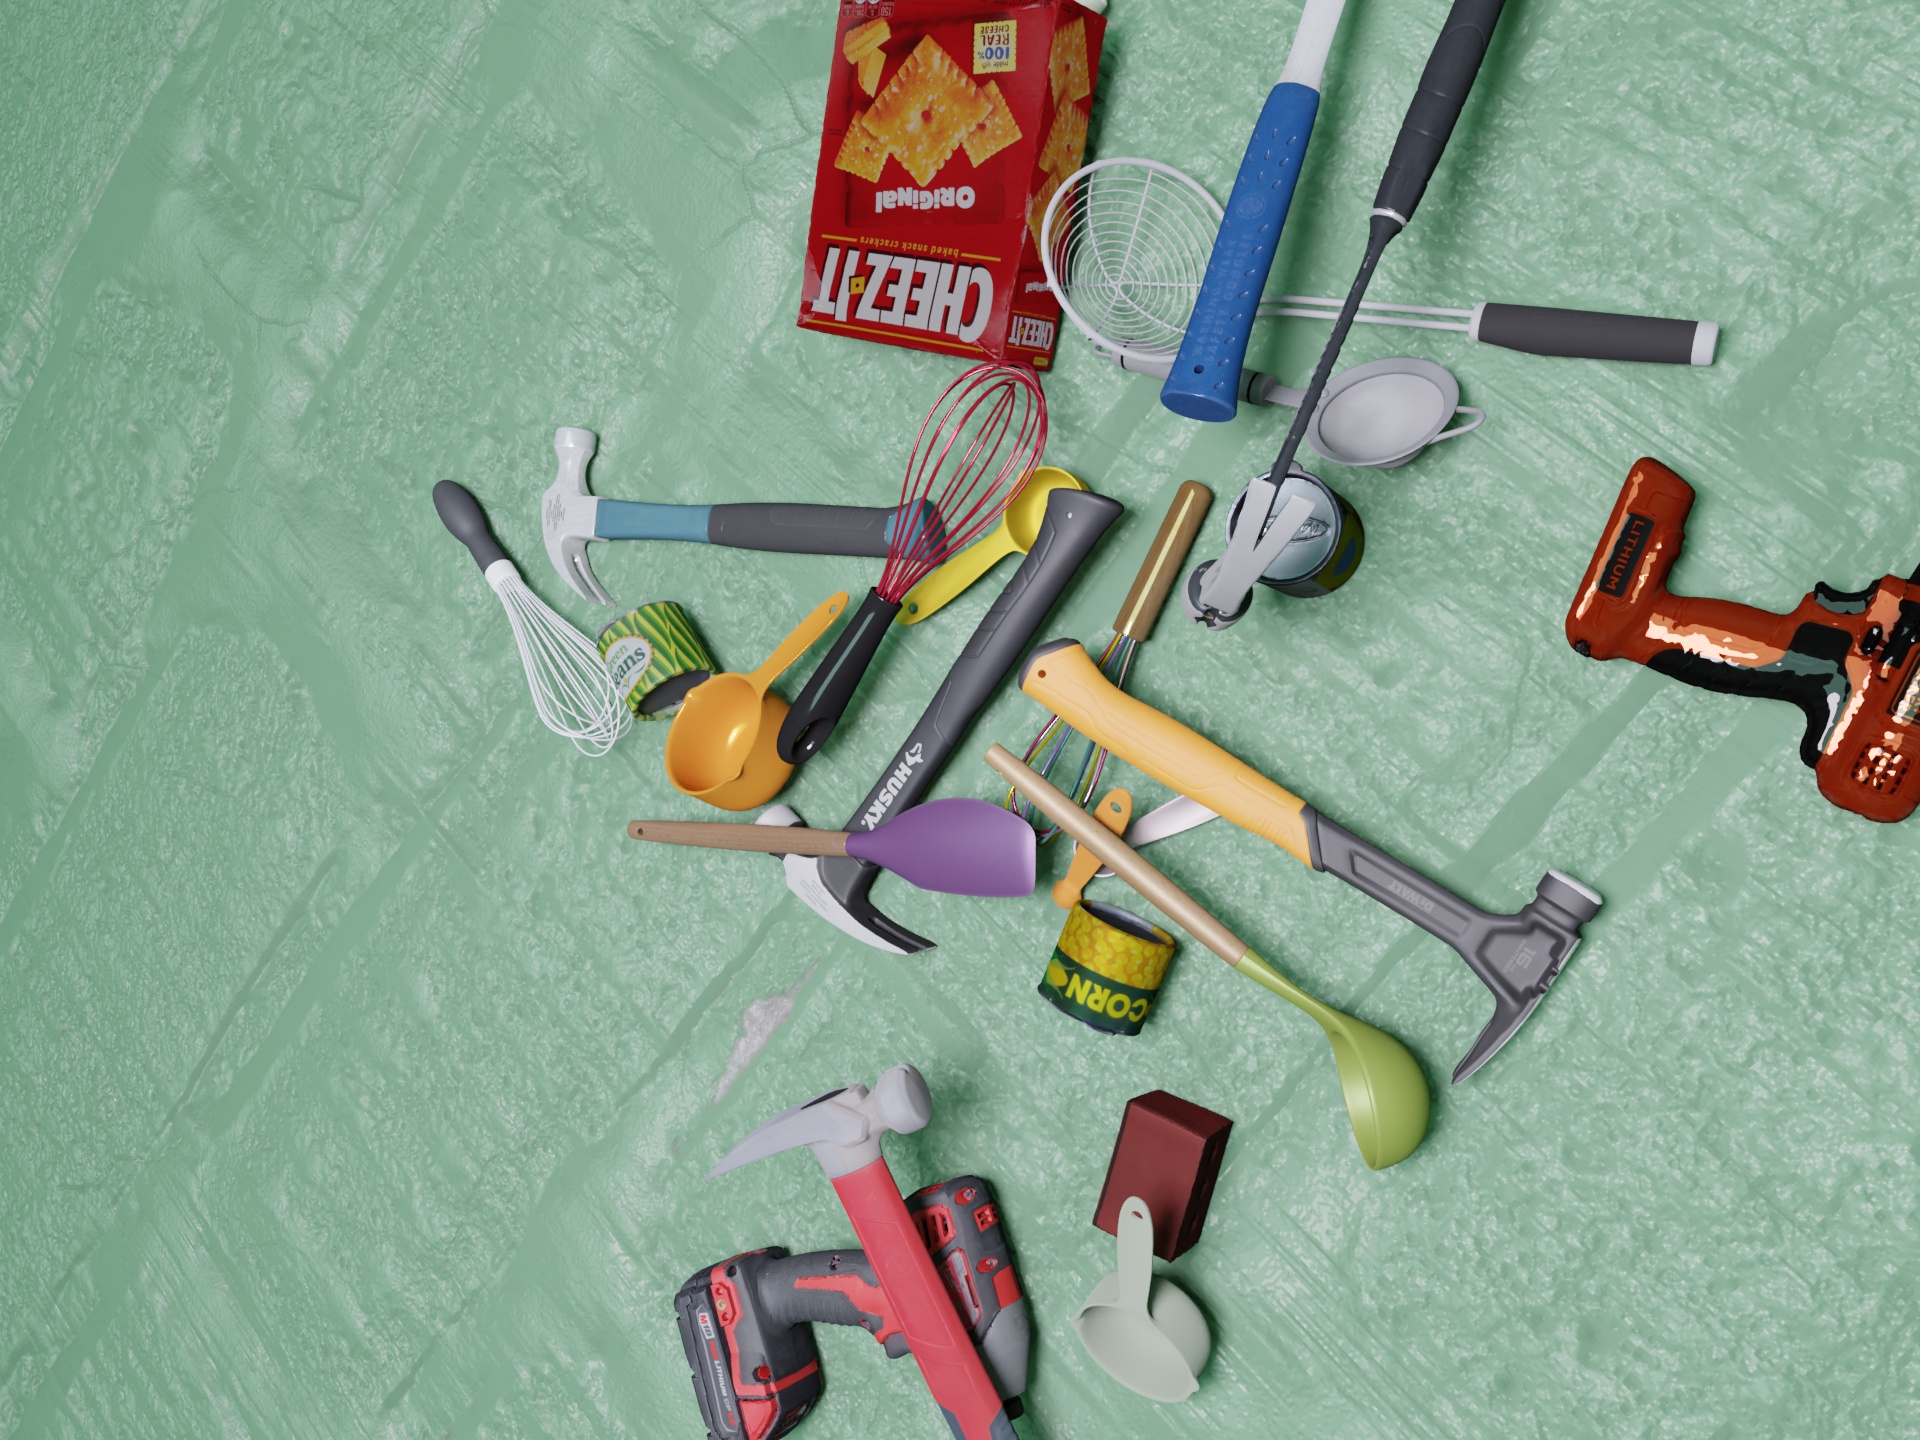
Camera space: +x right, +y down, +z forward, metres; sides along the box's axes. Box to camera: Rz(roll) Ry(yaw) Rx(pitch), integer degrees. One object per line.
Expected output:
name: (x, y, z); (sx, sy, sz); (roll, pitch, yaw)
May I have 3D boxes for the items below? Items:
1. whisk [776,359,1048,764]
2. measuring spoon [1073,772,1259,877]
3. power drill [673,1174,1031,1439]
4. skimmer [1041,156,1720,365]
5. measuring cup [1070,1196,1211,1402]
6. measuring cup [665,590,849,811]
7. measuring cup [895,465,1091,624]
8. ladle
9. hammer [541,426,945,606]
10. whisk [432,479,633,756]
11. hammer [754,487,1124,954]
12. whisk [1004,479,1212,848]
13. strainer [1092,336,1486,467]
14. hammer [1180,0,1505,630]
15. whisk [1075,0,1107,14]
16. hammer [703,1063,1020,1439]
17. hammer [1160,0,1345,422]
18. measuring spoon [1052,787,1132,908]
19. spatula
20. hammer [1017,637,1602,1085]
whisk: (-0.035, -0.093, 0.989); (0.073, 0.073, 0.295); (40, 107, 24)
measuring spoon: (0.125, 0.058, 0.955); (0.124, 0.018, 0.034); (-26, 91, 17)
power drill: (-0.060, 0.381, 0.996); (0.219, 0.078, 0.143); (-23, 77, 21)
skimmer: (0.223, -0.243, 0.878); (0.363, 0.090, 0.127); (13, 72, 26)
measuring cup: (0.105, 0.313, 0.889); (0.083, 0.038, 0.167); (18, 129, 29)
measuring cup: (-0.121, -0.012, 1.061); (0.173, 0.052, 0.095); (-46, 46, 9)
measuring cup: (0.021, -0.104, 1.014); (0.156, 0.029, 0.062); (-34, 74, 28)
ladle: (0.129, 0.125, 0.890); (0.320, 0.078, 0.062); (39, 79, 14)
hammer: (-0.159, -0.137, 1.104); (0.331, 0.033, 0.128); (6, 89, 28)
whisk: (-0.324, -0.085, 1.178); (0.070, 0.070, 0.285); (-47, 63, 17)
hammer: (-0.002, -0.003, 0.994); (0.146, 0.035, 0.334); (43, 112, 23)
whisk: (0.089, -0.032, 0.957); (0.047, 0.051, 0.245); (25, 94, -7)
strainer: (0.184, -0.190, 0.925); (0.259, 0.050, 0.087); (24, 66, 33)
hammer: (0.212, -0.244, 0.811); (0.036, 0.149, 0.409); (24, 81, 2)
whisk: (0.088, -0.463, 0.995); (0.246, 0.057, 0.059); (-47, 33, 20)
hammer: (-0.009, 0.398, 0.920); (0.143, 0.038, 0.386); (-26, 89, 17)
hammer: (0.184, -0.358, 0.881); (0.144, 0.035, 0.405); (16, 81, 19)
measuring spoon: (0.077, 0.078, 0.943); (0.021, 0.011, 0.116); (40, 139, 15)
spatula: (-0.091, 0.076, 1.020); (0.316, 0.018, 0.060); (0, 92, 31)
hammer: (0.172, 0.060, 0.889); (0.337, 0.034, 0.127); (33, 101, 16)
